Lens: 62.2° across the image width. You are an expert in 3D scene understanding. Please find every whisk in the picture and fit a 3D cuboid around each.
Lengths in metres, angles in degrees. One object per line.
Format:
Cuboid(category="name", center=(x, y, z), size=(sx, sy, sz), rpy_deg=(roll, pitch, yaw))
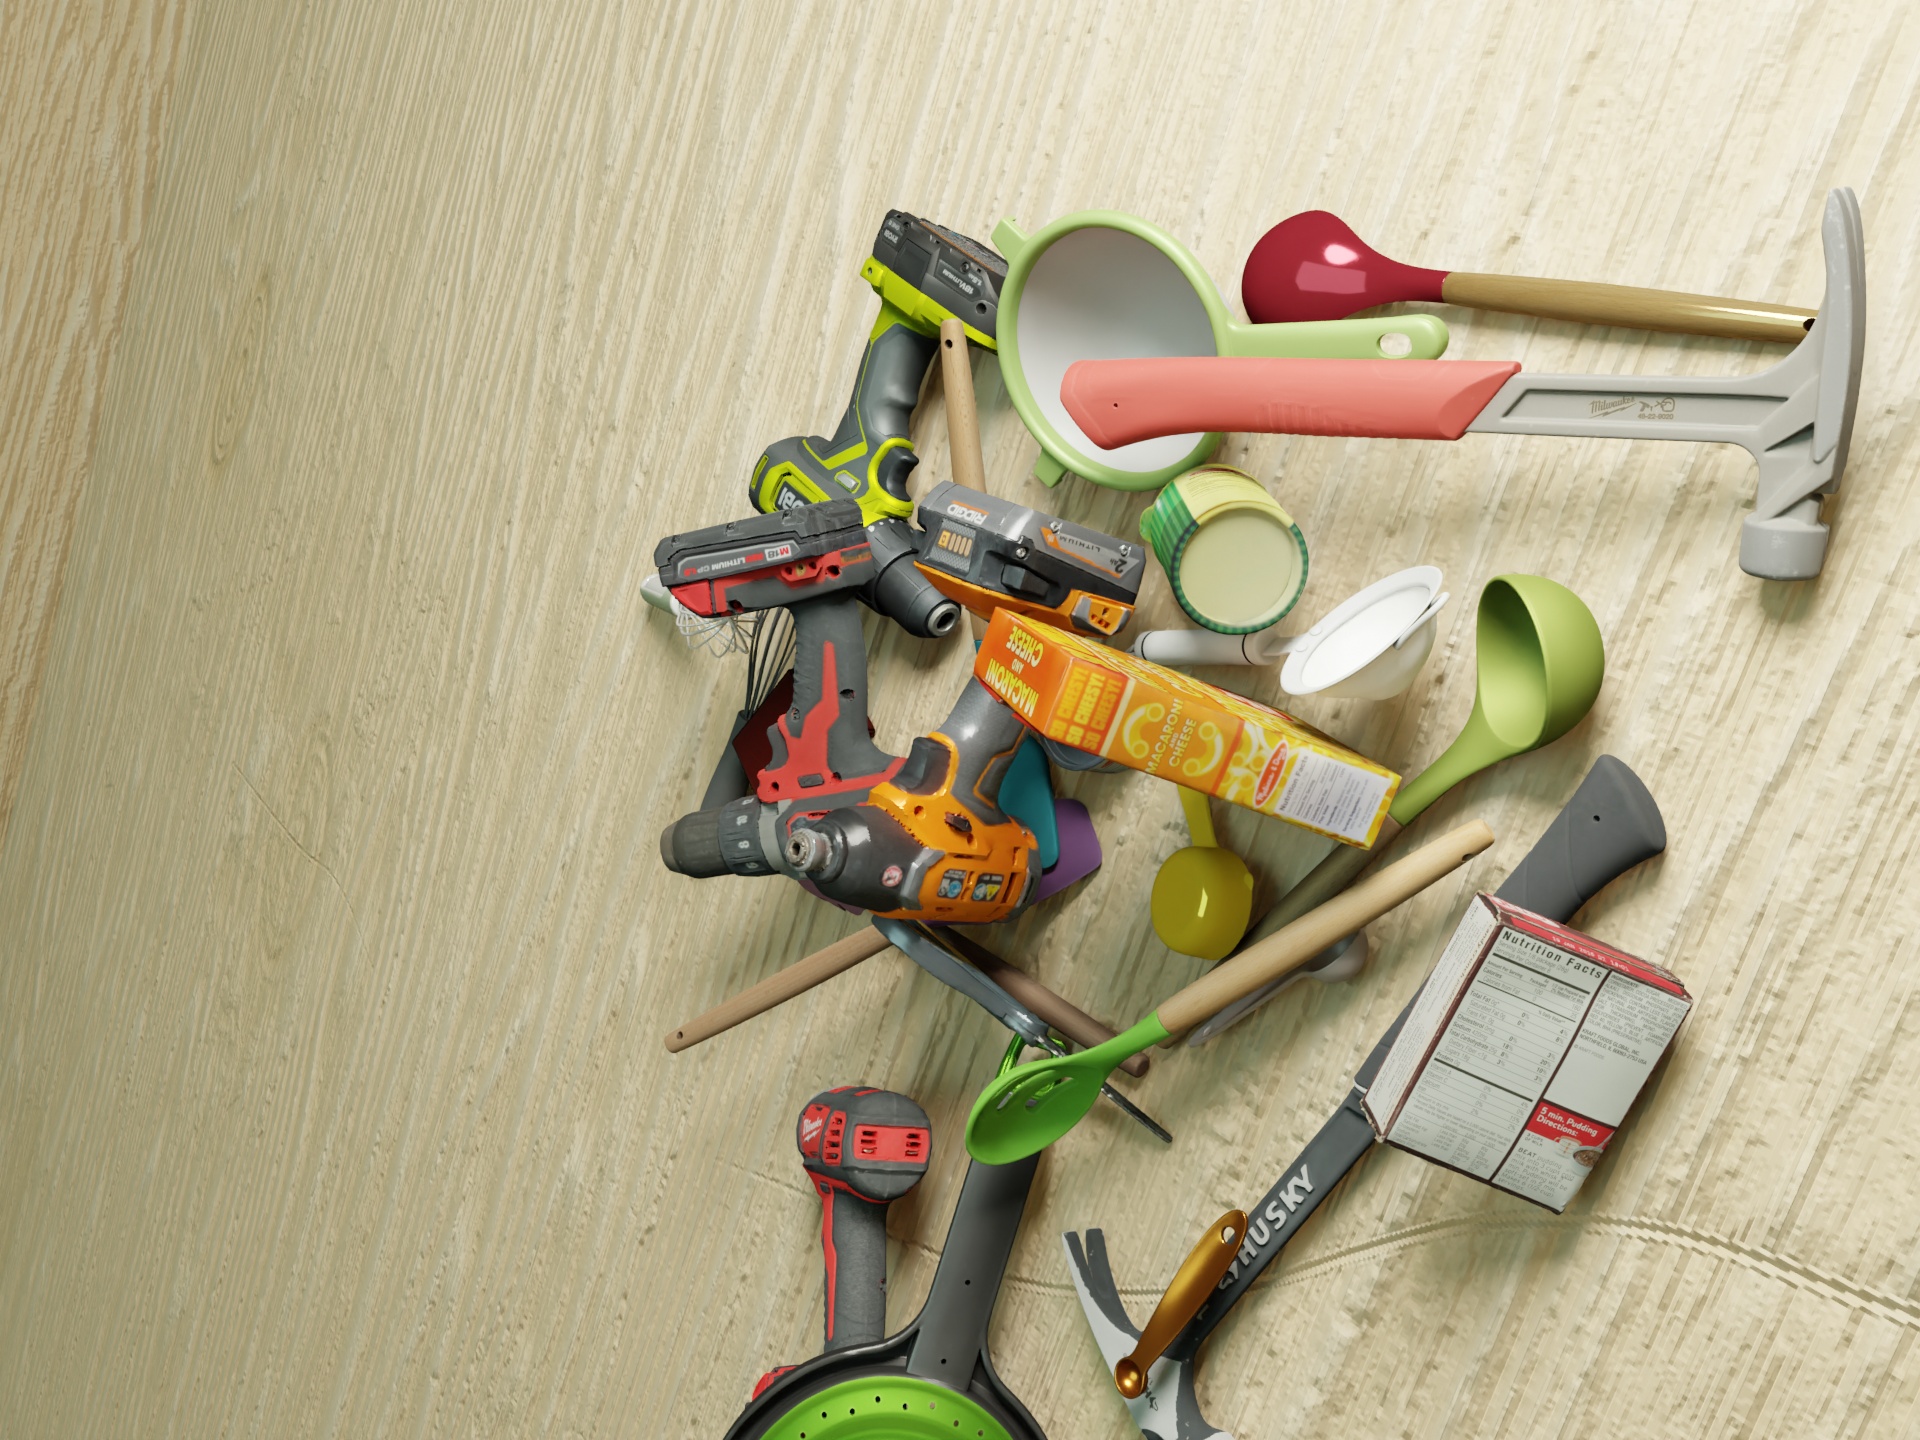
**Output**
Cuboid(category="whisk", center=(-0.192, -0.083, 1.127), size=(0.058, 0.059, 0.246), rpy_deg=(-39, 22, -13))
Cuboid(category="whisk", center=(-0.141, 0.000, 1.106), size=(0.055, 0.055, 0.239), rpy_deg=(43, 119, 40))

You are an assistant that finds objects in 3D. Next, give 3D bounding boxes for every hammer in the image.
Cuboid(category="hammer", center=(0.185, 0.184, 0.748), size=(0.149, 0.036, 0.408), rpy_deg=(50, 118, 39))
Cuboid(category="hammer", center=(0.201, -0.154, 0.716), size=(0.359, 0.036, 0.149), rpy_deg=(11, 112, 37))

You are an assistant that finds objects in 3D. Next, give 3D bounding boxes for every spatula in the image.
Cuboid(category="spatula", center=(0.009, -0.072, 0.919), size=(0.082, 0.044, 0.317), rpy_deg=(-4, 96, 28))
Cuboid(category="spatula", center=(-0.055, 0.131, 0.956), size=(0.316, 0.018, 0.060), rpy_deg=(-30, 61, 19))

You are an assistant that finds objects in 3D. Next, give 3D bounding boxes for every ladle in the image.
Cuboid(category="ladle", center=(0.181, 0.058, 0.758), size=(0.320, 0.062, 0.078), rpy_deg=(-52, 31, 31))
Cuboid(category="ladle", center=(0.253, -0.199, 0.747), size=(0.316, 0.031, 0.069), rpy_deg=(22, 105, 43))

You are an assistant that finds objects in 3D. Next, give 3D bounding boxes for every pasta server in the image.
Cuboid(category="pasta server", center=(-0.005, 0.132, 0.958), size=(0.316, 0.040, 0.060), rpy_deg=(27, 103, 40))

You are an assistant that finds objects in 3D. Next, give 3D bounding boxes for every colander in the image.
Cuboid(category="colander", center=(-0.013, 0.355, 0.823), size=(0.094, 0.204, 0.397), rpy_deg=(108, 180, -79))

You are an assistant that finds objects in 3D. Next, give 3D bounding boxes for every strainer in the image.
Cuboid(category="strainer", center=(0.138, -0.199, 0.826), size=(0.256, 0.069, 0.151), rpy_deg=(8, 121, 39))
Cuboid(category="strainer", center=(0.155, -0.036, 0.780), size=(0.087, 0.050, 0.258), rpy_deg=(-45, 20, -19))

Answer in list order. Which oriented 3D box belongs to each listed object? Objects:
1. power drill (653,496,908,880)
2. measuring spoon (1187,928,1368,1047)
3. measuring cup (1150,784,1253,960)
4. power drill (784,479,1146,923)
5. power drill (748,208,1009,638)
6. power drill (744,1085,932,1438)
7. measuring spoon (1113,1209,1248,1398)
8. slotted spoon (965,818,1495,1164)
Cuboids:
Cuboid(category="power drill", center=(-0.118, -0.009, 0.974), size=(0.188, 0.080, 0.226), rpy_deg=(-10, 99, 20))
Cuboid(category="measuring spoon", center=(0.159, 0.139, 0.793), size=(0.018, 0.034, 0.124), rpy_deg=(45, 129, -2))
Cuboid(category="measuring cup", center=(0.114, 0.049, 0.828), size=(0.062, 0.029, 0.157), rpy_deg=(-46, 42, 47))
Cuboid(category="power drill", center=(-0.001, -0.003, 0.827), size=(0.084, 0.164, 0.226), rpy_deg=(26, 101, 41))
Cuboid(category="power drill", center=(-0.030, -0.181, 0.997), size=(0.191, 0.080, 0.228), rpy_deg=(44, 117, 35))
Cuboid(category="power drill", center=(-0.071, 0.329, 0.945), size=(0.143, 0.078, 0.220), rpy_deg=(158, 119, -66))
Cuboid(category="measuring spoon", center=(0.110, 0.285, 0.777), size=(0.021, 0.011, 0.117), rpy_deg=(44, 110, 45))
Cuboid(category="slotted spoon", center=(0.121, 0.134, 0.772), size=(0.313, 0.070, 0.031), rpy_deg=(-37, 46, 25))
